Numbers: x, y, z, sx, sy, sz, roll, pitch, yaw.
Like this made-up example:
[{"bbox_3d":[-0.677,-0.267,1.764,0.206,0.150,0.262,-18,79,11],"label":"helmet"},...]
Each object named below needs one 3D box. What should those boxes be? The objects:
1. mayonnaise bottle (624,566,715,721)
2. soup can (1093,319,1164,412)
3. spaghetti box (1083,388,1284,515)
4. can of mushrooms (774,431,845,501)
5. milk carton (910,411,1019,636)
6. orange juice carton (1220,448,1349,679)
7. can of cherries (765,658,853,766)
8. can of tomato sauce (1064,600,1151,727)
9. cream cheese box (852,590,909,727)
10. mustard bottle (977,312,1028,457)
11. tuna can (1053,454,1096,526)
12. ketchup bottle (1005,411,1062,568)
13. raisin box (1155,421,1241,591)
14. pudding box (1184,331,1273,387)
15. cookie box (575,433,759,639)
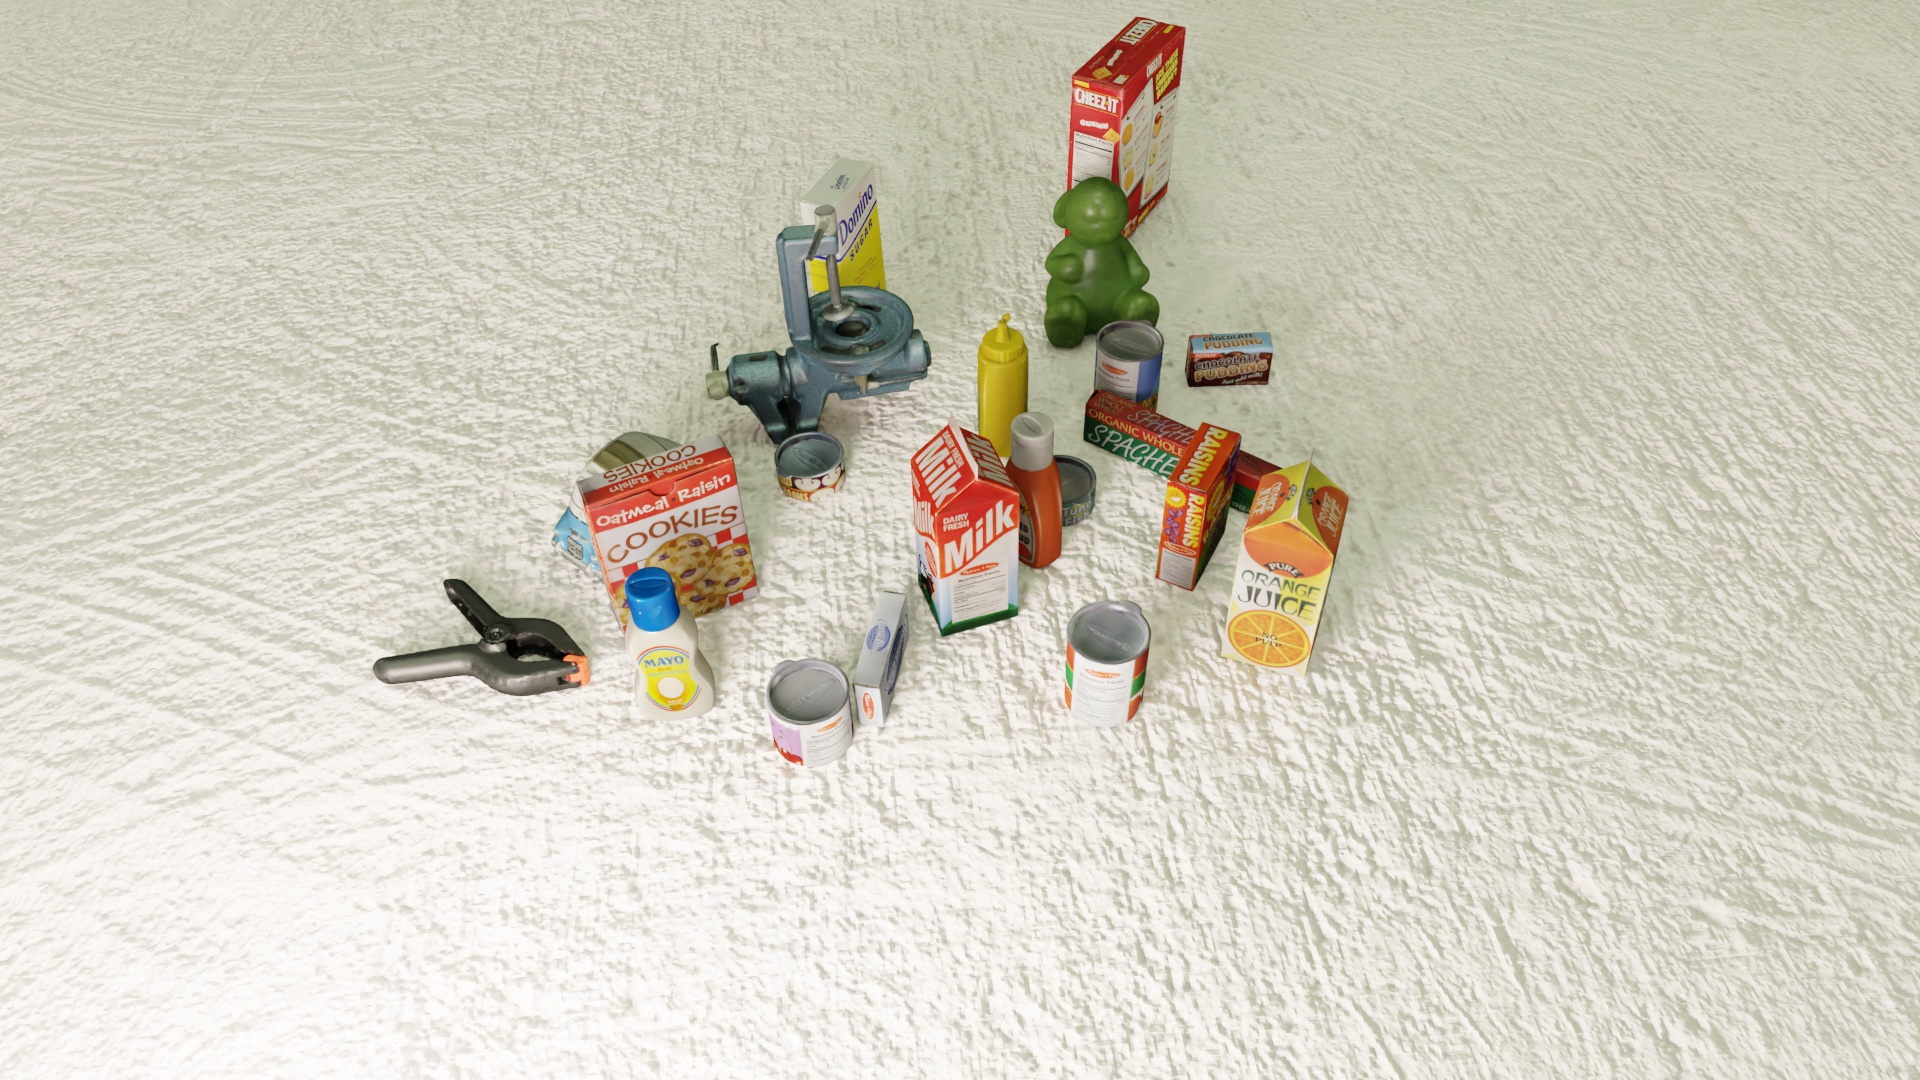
[{"bbox_3d":[-0.234,0.083,1.096,0.065,0.147,0.041,-7,46,-5],"label":"mayonnaise bottle"},{"bbox_3d":[0.167,-0.167,1.376,0.071,0.083,0.072,-1,46,1],"label":"soup can"},{"bbox_3d":[0.225,-0.073,1.307,0.250,0.049,0.029,27,52,25],"label":"spaghetti box"},{"bbox_3d":[-0.145,-0.070,1.324,0.071,0.033,0.071,-1,46,1],"label":"can of mushrooms"},{"bbox_3d":[0.004,-0.015,1.156,0.073,0.189,0.072,-14,47,-12],"label":"milk carton"},{"bbox_3d":[0.263,0.018,1.117,0.073,0.191,0.072,15,48,16],"label":"orange juice carton"},{"bbox_3d":[-0.120,0.135,1.104,0.071,0.058,0.072,-1,46,1],"label":"can of cherries"},{"bbox_3d":[0.118,0.098,1.118,0.071,0.082,0.071,-1,46,1],"label":"can of tomato sauce"},{"bbox_3d":[-0.065,0.097,1.144,0.024,0.053,0.104,7,46,8],"label":"cream cheese box"},{"bbox_3d":[0.040,-0.152,1.312,0.049,0.159,0.066,2,46,3],"label":"mustard bottle"},{"bbox_3d":[0.095,-0.045,1.294,0.071,0.032,0.071,-1,46,1],"label":"tuna can"},{"bbox_3d":[0.062,-0.046,1.215,0.044,0.148,0.065,-28,51,-23],"label":"ketchup bottle"},{"bbox_3d":[0.207,-0.029,1.212,0.040,0.122,0.086,20,49,20],"label":"raisin box"},{"bbox_3d":[0.274,-0.185,1.415,0.084,0.049,0.030,-2,46,0],"label":"pudding box"},{"bbox_3d":[-0.241,0.001,1.163,0.123,0.166,0.040,-21,49,-18],"label":"cookie box"}]
